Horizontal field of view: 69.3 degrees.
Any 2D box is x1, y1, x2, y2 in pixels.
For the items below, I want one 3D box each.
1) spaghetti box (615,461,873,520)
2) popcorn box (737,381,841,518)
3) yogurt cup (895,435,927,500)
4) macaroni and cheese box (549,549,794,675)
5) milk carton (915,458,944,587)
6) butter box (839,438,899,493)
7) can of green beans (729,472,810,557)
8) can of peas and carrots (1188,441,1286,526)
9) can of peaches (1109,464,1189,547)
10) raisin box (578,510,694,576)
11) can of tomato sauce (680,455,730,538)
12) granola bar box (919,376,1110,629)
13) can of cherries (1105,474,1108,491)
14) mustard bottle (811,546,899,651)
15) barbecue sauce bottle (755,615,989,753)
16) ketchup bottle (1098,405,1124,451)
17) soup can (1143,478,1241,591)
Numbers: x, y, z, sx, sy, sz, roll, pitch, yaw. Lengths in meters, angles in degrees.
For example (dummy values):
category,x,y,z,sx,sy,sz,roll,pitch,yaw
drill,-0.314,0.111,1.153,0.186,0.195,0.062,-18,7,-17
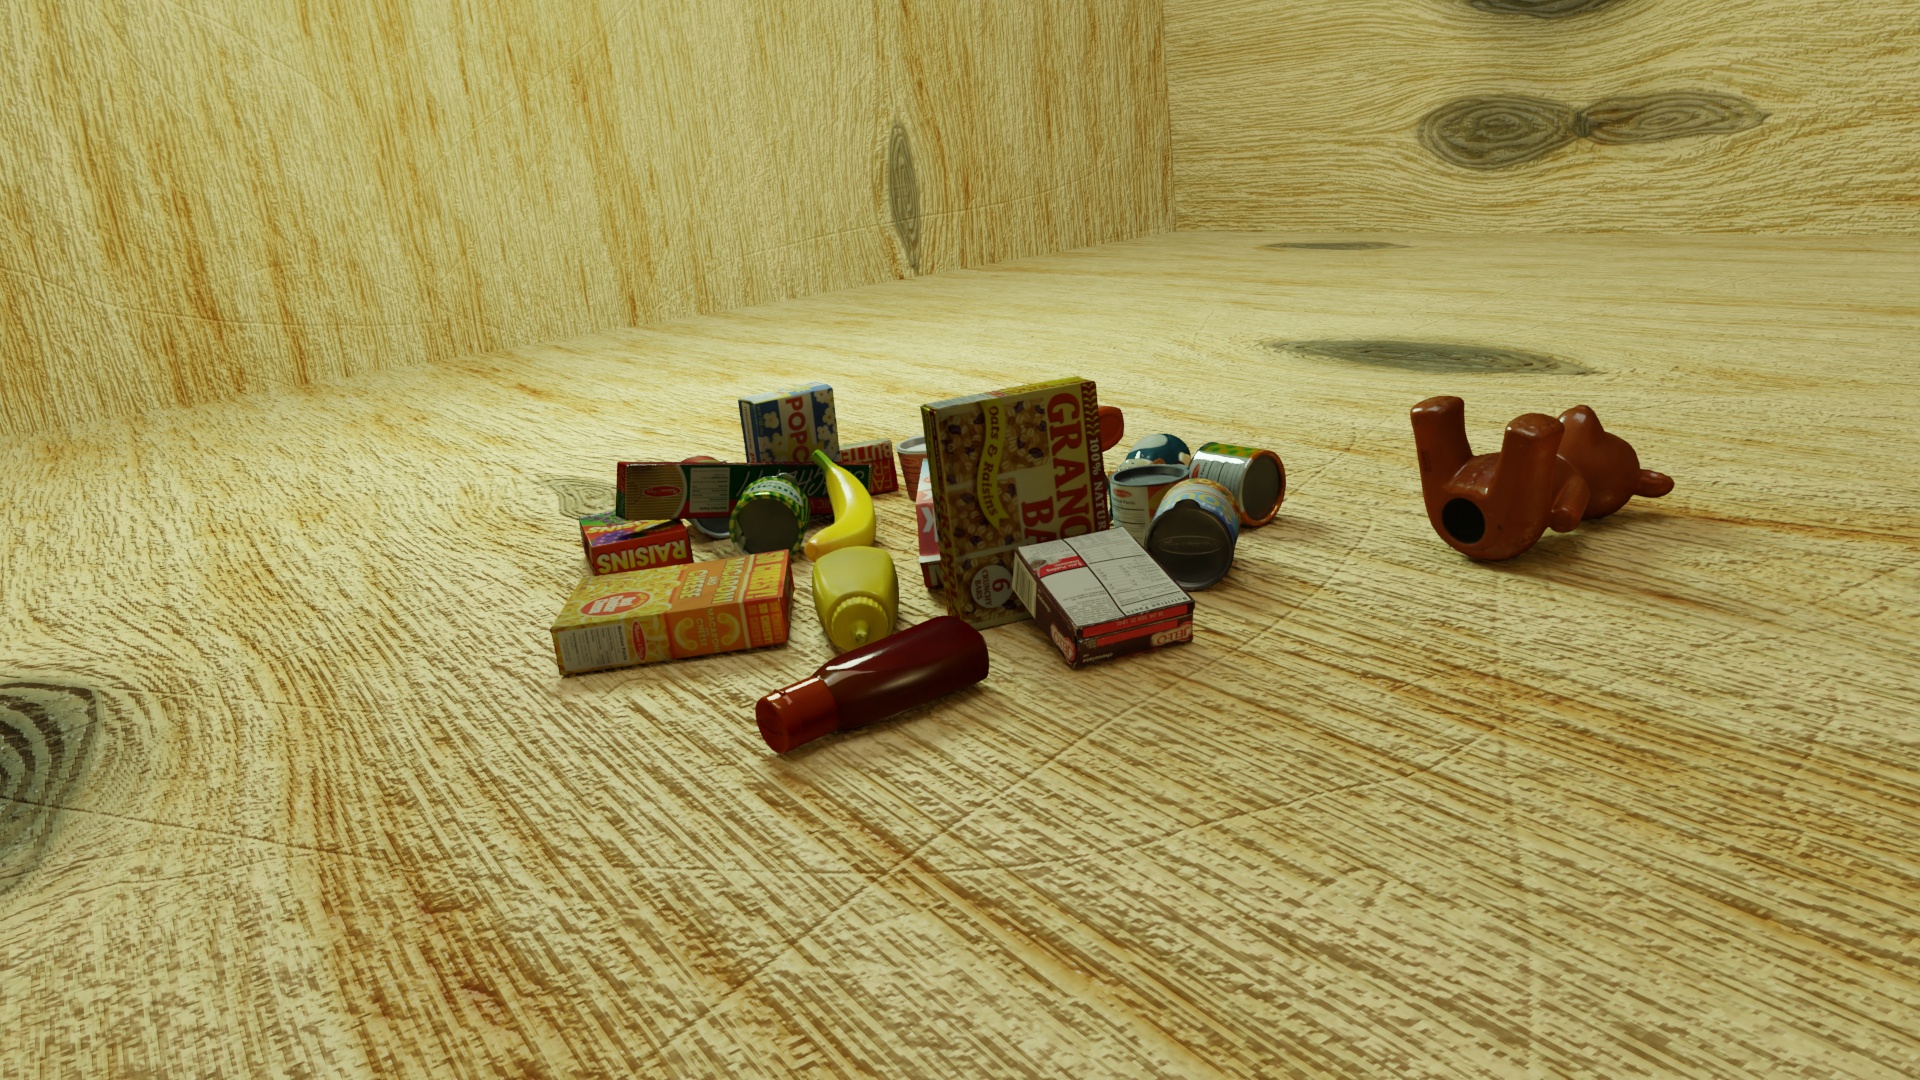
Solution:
category,x,y,z,sx,sy,sz,roll,pitch,yaw
spaghetti box,-0.193,-0.047,1.273,0.251,0.050,0.029,-3,10,-36
popcorn box,-0.161,-0.083,1.334,0.085,0.126,0.038,-17,22,-31
yogurt cup,-0.027,-0.072,1.372,0.072,0.053,0.072,-6,17,2
macaroni and cheese box,-0.212,0.053,1.054,0.166,0.040,0.124,-8,16,-2
milk carton,0.004,-0.014,1.137,0.072,0.073,0.191,-5,17,3
butter box,-0.116,-0.070,1.402,0.104,0.053,0.024,-10,14,-15
can of green beans,-0.168,-0.018,1.224,0.071,0.071,0.058,-6,17,1
can of peas and carrots,0.235,-0.048,1.178,0.071,0.070,0.059,-20,22,-38
can of peaches,0.161,-0.028,1.151,0.071,0.058,0.071,-6,16,2
raisin box,-0.295,0.002,1.255,0.086,0.040,0.123,-11,16,-18
can of tomato sauce,-0.238,-0.043,1.334,0.071,0.071,0.083,-14,19,-23
granola bar box,0.044,-0.028,1.009,0.124,0.165,0.039,-12,16,-17
can of cherries,0.086,-0.043,1.209,0.058,0.071,0.071,-15,19,-27
mustard bottle,-0.075,0.047,1.006,0.065,0.048,0.161,-8,17,-3
barbecue sauce bottle,-0.056,0.090,0.868,0.149,0.043,0.065,-19,21,-35
ketchup bottle,0.087,-0.117,1.379,0.149,0.043,0.065,12,25,44
soup can,0.178,-0.009,1.058,0.071,0.071,0.084,-2,17,16
